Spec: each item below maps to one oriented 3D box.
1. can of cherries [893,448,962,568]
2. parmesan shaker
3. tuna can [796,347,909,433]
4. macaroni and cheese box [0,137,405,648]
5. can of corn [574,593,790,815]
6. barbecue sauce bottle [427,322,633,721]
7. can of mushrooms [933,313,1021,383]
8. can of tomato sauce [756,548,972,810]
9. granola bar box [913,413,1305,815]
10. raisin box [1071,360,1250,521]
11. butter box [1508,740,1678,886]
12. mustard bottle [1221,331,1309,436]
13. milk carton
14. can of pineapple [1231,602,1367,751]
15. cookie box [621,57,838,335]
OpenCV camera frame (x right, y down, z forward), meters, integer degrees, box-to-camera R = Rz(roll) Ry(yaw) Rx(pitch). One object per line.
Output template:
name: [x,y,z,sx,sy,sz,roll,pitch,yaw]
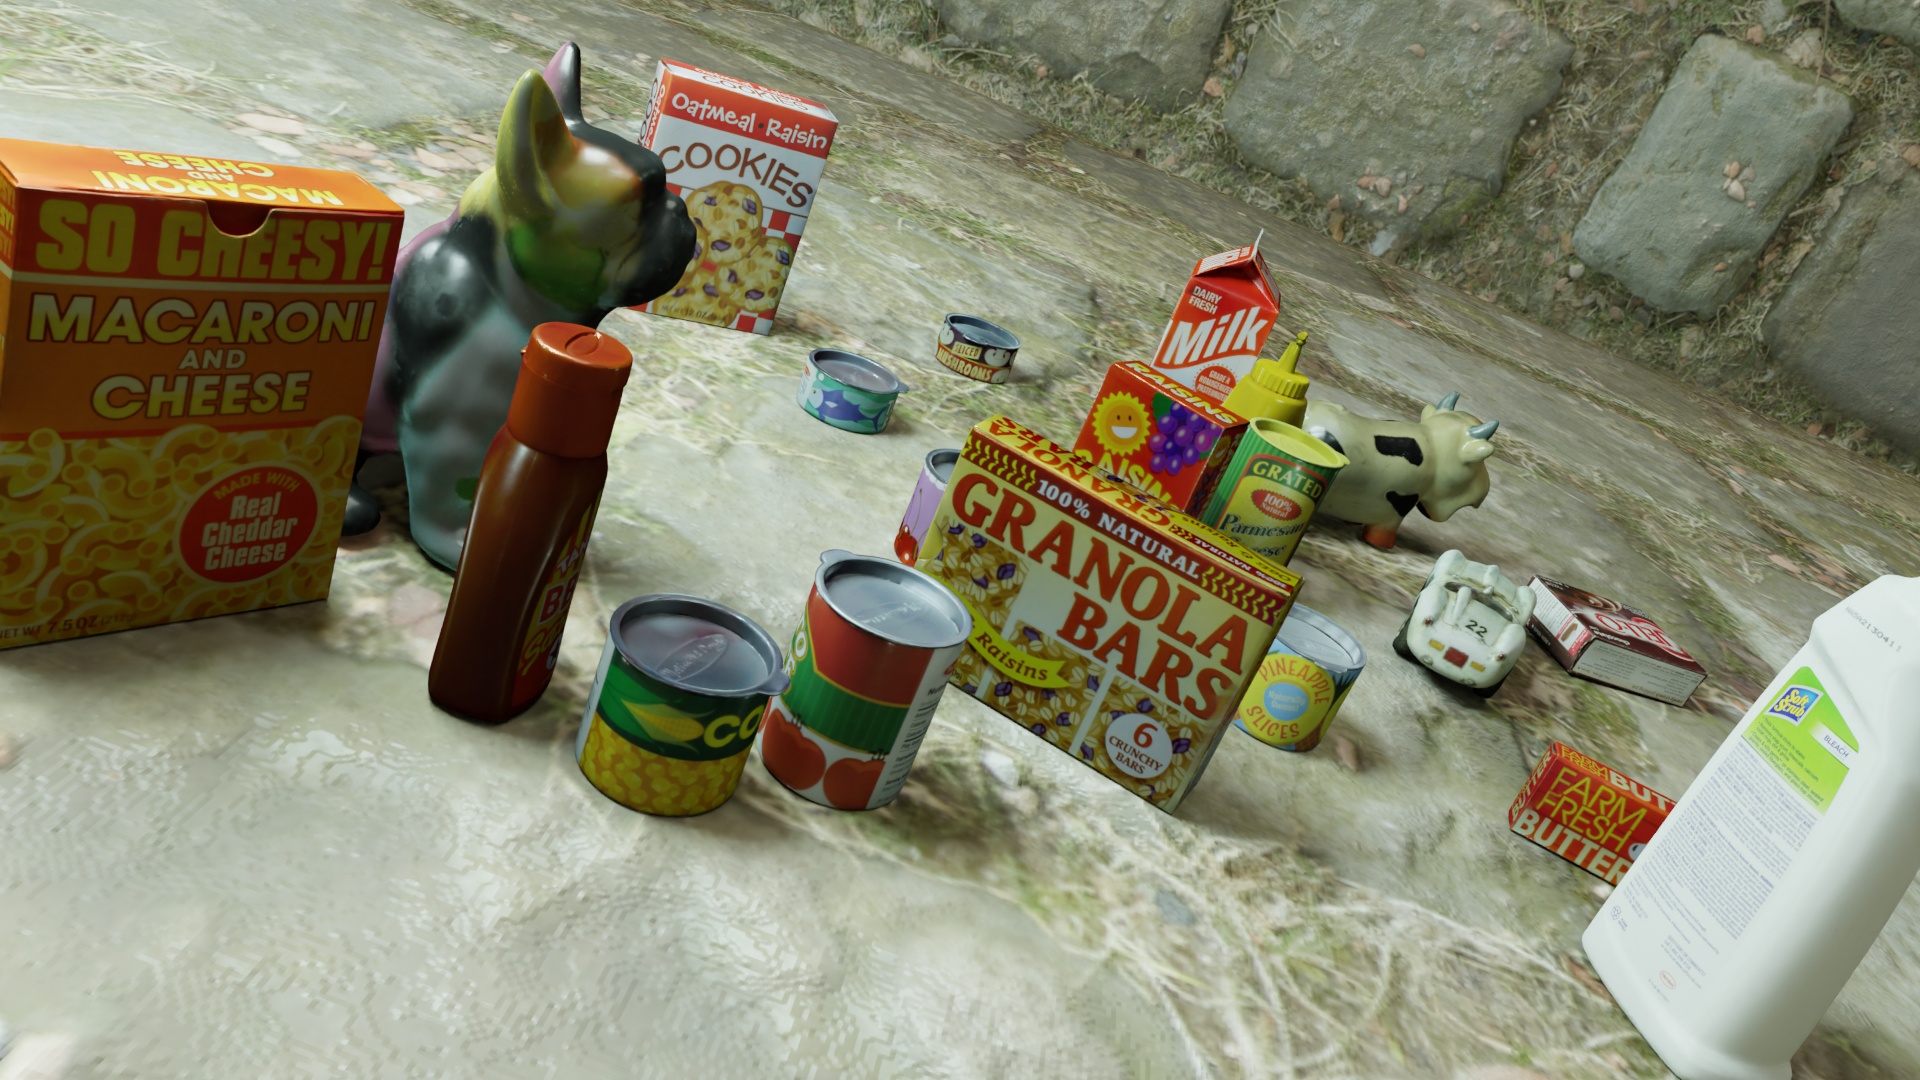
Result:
can of cherries: [0.003,-0.010,0.779,0.071,0.058,0.072,19,24,-8]
parmesan shaker: [0.203,-0.020,0.921,0.071,0.102,0.071,19,24,-8]
tuna can: [-0.073,-0.100,0.937,0.071,0.032,0.071,19,24,-8]
macaroni and cheese box: [-0.273,-0.048,0.485,0.040,0.165,0.124,36,27,28]
can of corn: [-0.106,0.063,0.530,0.071,0.058,0.071,19,24,-8]
barbecue sauce bottle: [-0.160,-0.008,0.520,0.044,0.148,0.065,21,23,-4]
can of mushrooms: [0.013,-0.156,1.129,0.071,0.033,0.071,19,24,-8]
can of tomato sauce: [-0.042,0.057,0.568,0.071,0.082,0.071,19,24,-8]
granola bar box: [0.058,0.033,0.655,0.166,0.123,0.039,29,24,16]
raisin box: [0.110,-0.037,0.850,0.086,0.123,0.040,35,26,26]
butter box: [0.353,0.155,0.743,0.103,0.053,0.024,29,24,14]
mustard bottle: [0.204,-0.074,0.965,0.065,0.159,0.049,5,29,-36]
milk carton: [0.192,-0.149,1.075,0.073,0.189,0.072,24,23,4]
can of pineapple: [0.178,0.074,0.757,0.071,0.057,0.071,19,24,-8]
cookie box: [-0.171,-0.237,0.973,0.123,0.166,0.040,7,28,-32]
